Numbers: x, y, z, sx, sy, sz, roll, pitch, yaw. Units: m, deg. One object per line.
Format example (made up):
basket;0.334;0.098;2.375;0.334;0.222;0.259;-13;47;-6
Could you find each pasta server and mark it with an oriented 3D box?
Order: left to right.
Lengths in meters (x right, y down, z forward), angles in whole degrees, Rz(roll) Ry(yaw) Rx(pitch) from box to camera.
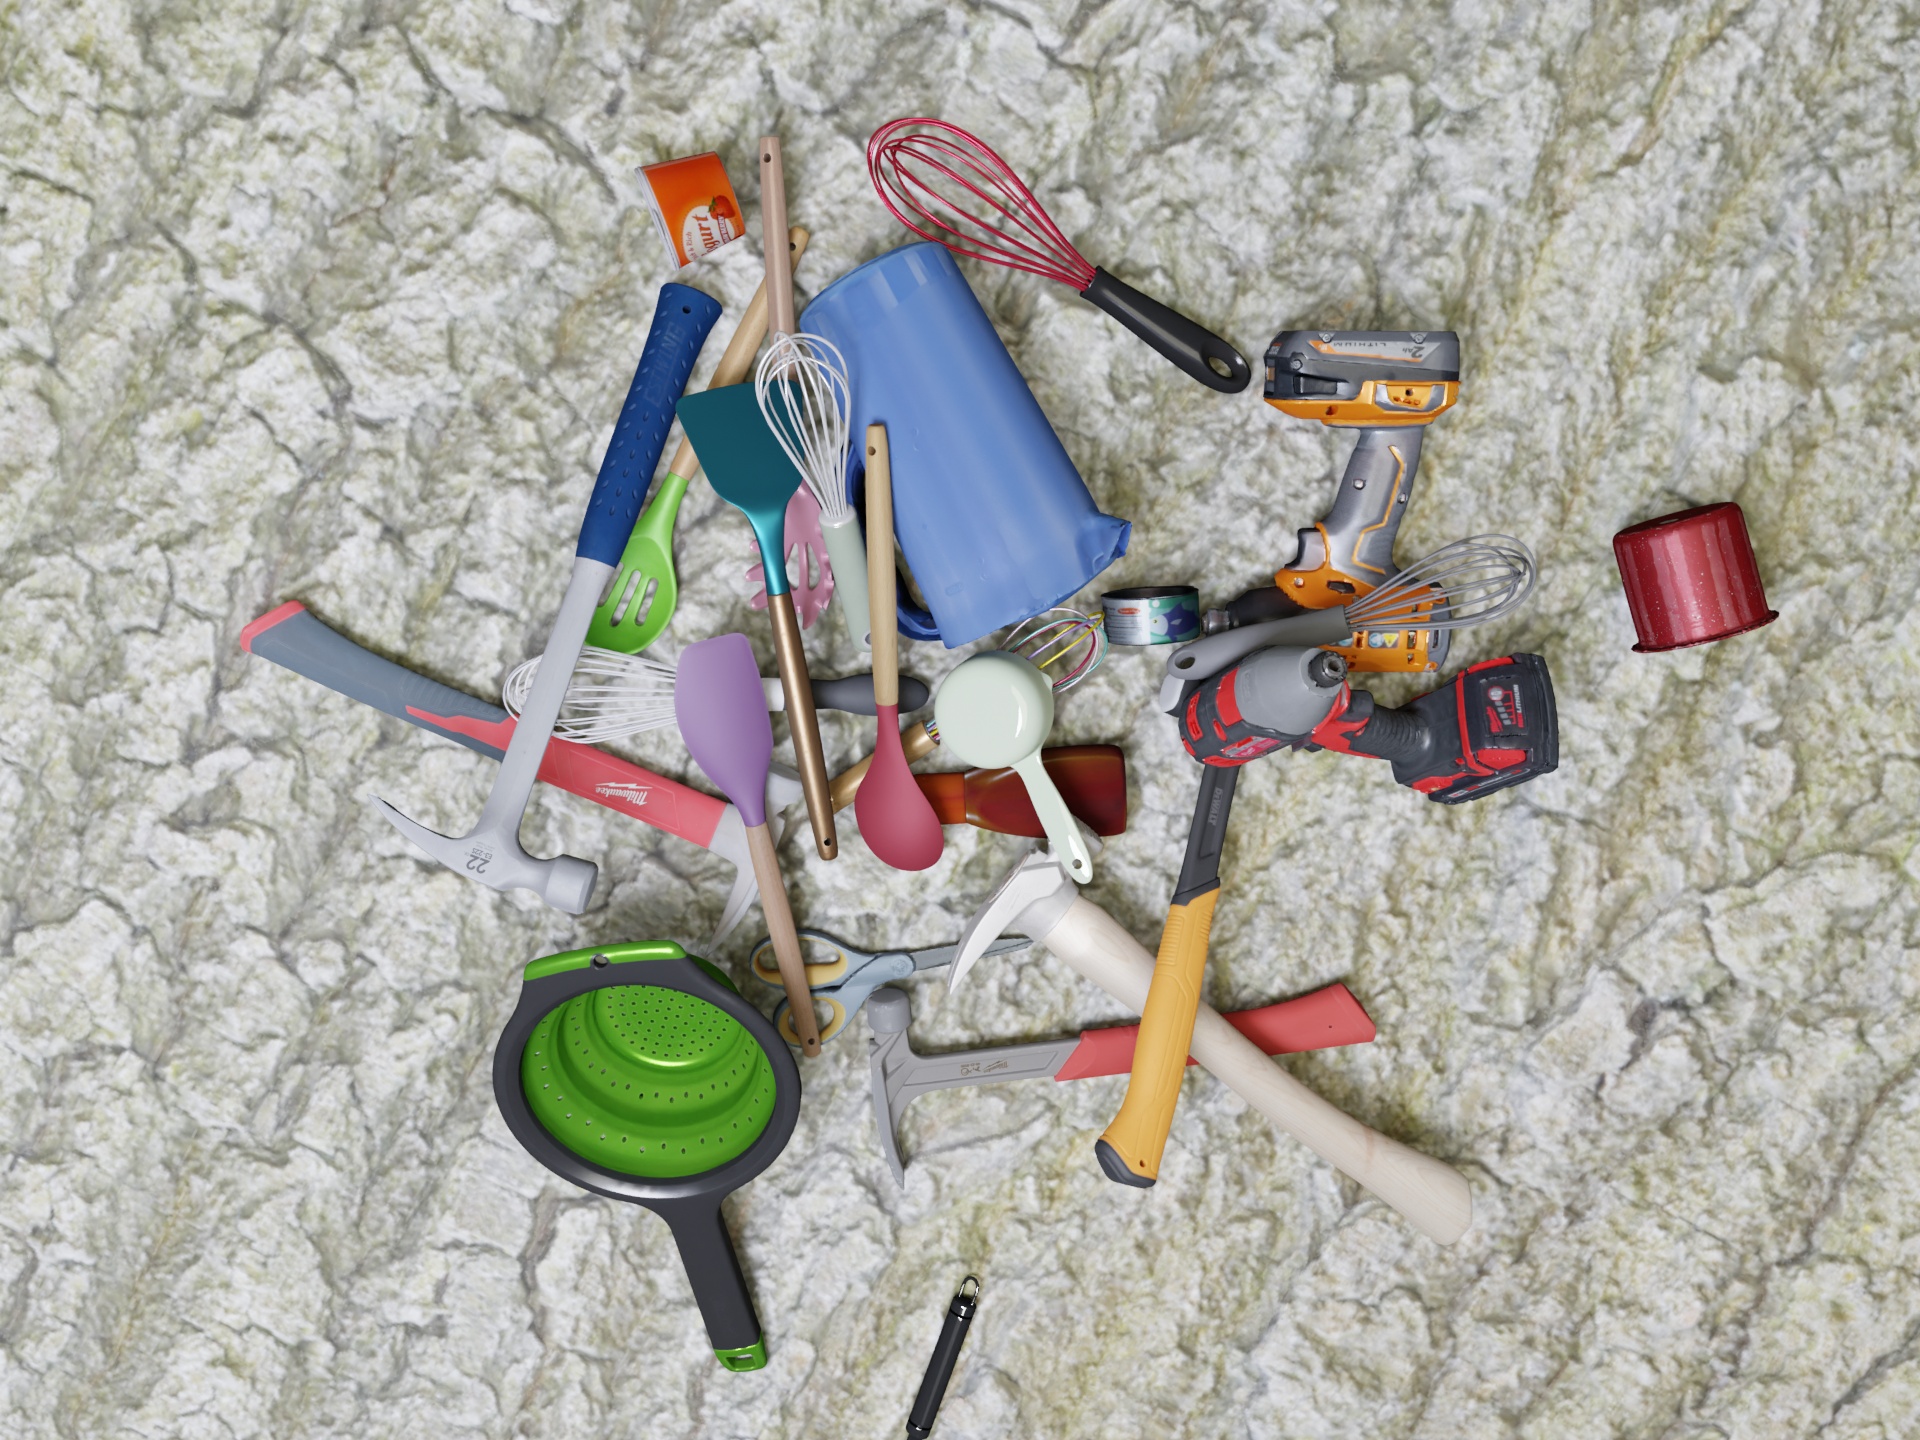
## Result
pasta server;-0.117;-0.218;1.048;0.060;0.040;0.316;1;105;13

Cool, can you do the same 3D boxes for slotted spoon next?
slotted spoon;-0.176;-0.187;1.071;0.070;0.031;0.314;27;96;-6

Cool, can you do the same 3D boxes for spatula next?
spatula;-0.135;0.093;1.078;0.060;0.018;0.315;-16;111;-13
spatula;-0.115;-0.060;1.042;0.082;0.044;0.317;-13;105;-15

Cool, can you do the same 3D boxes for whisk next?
whisk;-0.160;-0.017;1.069;0.284;0.070;0.070;0;100;-14
whisk;-0.081;-0.137;1.006;0.058;0.059;0.246;-27;135;-15
whisk;-0.001;-0.004;1.088;0.245;0.047;0.051;-34;132;15
whisk;0.068;-0.298;1.042;0.295;0.073;0.073;30;98;-12
whisk;0.244;-0.066;1.015;0.239;0.055;0.055;-16;100;21

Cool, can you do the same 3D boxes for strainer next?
strainer;-0.031;0.535;1.186;0.087;0.050;0.258;23;95;39

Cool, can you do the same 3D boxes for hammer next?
hammer;-0.312;0.029;1.099;0.386;0.038;0.143;23;100;-5
hammer;-0.241;-0.092;1.009;0.144;0.035;0.406;18;78;-4
hammer;0.116;0.244;1.138;0.359;0.037;0.149;-7;107;-1
hammer;0.156;0.139;1.047;0.127;0.034;0.337;21;73;-15
hammer;0.183;0.241;1.099;0.410;0.038;0.146;38;96;-7

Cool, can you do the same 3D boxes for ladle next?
ladle;-0.047;-0.036;1.032;0.069;0.031;0.315;11;116;26

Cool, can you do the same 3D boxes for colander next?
colander;-0.193;0.297;1.129;0.204;0.095;0.396;-9;117;5

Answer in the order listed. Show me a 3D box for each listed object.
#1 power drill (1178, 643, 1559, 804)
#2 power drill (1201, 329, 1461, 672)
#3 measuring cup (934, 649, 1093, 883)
power drill;0.266;-0.004;1.022;0.219;0.143;0.079;6;71;-21
power drill;0.246;-0.143;1.058;0.164;0.084;0.226;0;103;0
measuring cup;0.040;0.034;1.032;0.083;0.038;0.167;-28;88;20
